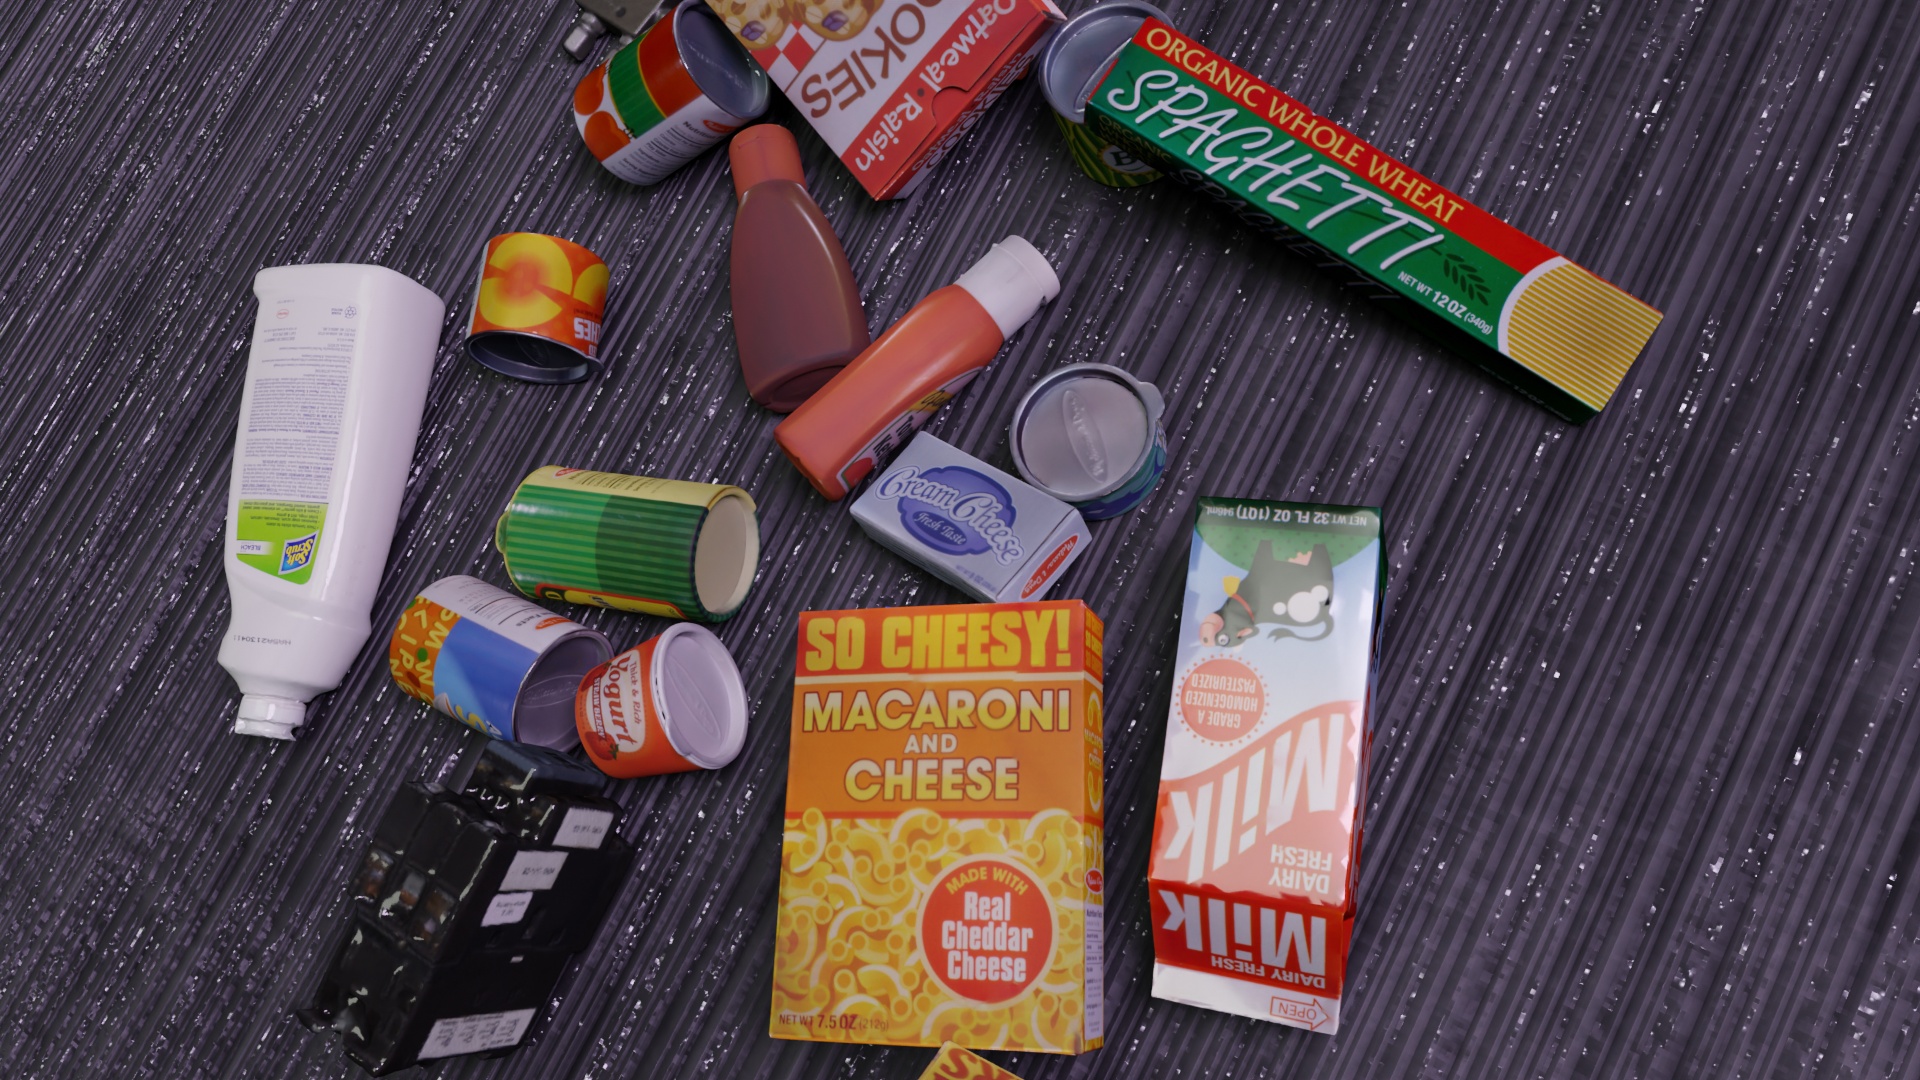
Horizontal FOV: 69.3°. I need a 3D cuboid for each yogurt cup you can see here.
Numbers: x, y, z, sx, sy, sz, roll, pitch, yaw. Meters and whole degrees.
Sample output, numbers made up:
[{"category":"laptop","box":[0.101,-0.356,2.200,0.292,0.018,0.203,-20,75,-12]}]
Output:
[{"category":"yogurt cup","box":[-0.138,0.077,0.637,0.054,0.072,0.072,-19,68,22]}]

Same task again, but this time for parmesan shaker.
[{"category":"parmesan shaker","box":[-0.157,0.002,0.663,0.103,0.071,0.071,7,76,21]}]

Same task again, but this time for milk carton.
[{"category":"milk carton","box":[0.120,0.085,0.538,0.072,0.073,0.191,5,75,21]}]

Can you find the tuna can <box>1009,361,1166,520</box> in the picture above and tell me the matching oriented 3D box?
[{"category":"tuna can","box":[0.060,-0.045,0.623,0.071,0.032,0.071,-6,71,18]}]

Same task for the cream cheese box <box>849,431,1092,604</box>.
[{"category":"cream cheese box","box":[0.002,-0.008,0.616,0.104,0.024,0.053,30,71,41]}]

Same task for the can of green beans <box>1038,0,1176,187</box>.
[{"category":"can of green beans","box":[0.076,-0.210,0.657,0.071,0.057,0.071,-6,71,18]}]

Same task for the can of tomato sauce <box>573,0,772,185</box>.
[{"category":"can of tomato sauce","box":[-0.152,-0.235,0.728,0.083,0.071,0.071,-20,66,34]}]

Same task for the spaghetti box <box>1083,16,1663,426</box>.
[{"category":"spaghetti box","box":[0.167,-0.136,0.583,0.250,0.028,0.050,34,86,9]}]

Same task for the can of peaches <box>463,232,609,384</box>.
[{"category":"can of peaches","box":[-0.219,-0.121,0.728,0.071,0.071,0.058,-2,72,19]}]

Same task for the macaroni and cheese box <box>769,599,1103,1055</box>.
[{"category":"macaroni and cheese box","box":[-0.007,0.111,0.549,0.124,0.040,0.167,-3,73,17]}]

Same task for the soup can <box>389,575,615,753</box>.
[{"category":"soup can","box":[-0.221,0.063,0.669,0.084,0.071,0.071,19,80,24]}]

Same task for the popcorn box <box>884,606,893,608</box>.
[{"category":"popcorn box","box":[-0.003,0.097,0.597,0.085,0.038,0.127,7,75,20]}]

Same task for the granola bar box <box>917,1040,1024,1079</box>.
[{"category":"granola bar box","box":[0.046,0.268,0.484,0.166,0.039,0.123,22,112,17]}]

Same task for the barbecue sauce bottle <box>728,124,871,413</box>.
[{"category":"barbecue sauce bottle","box":[-0.088,-0.141,0.700,0.065,0.043,0.149,-20,67,15]}]

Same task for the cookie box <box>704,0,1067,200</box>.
[{"category":"cookie box","box":[-0.048,-0.268,0.674,0.122,0.040,0.167,-42,84,28]}]

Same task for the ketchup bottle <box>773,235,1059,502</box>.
[{"category":"ketchup bottle","box":[-0.019,-0.082,0.649,0.149,0.064,0.043,-43,86,-7]}]
